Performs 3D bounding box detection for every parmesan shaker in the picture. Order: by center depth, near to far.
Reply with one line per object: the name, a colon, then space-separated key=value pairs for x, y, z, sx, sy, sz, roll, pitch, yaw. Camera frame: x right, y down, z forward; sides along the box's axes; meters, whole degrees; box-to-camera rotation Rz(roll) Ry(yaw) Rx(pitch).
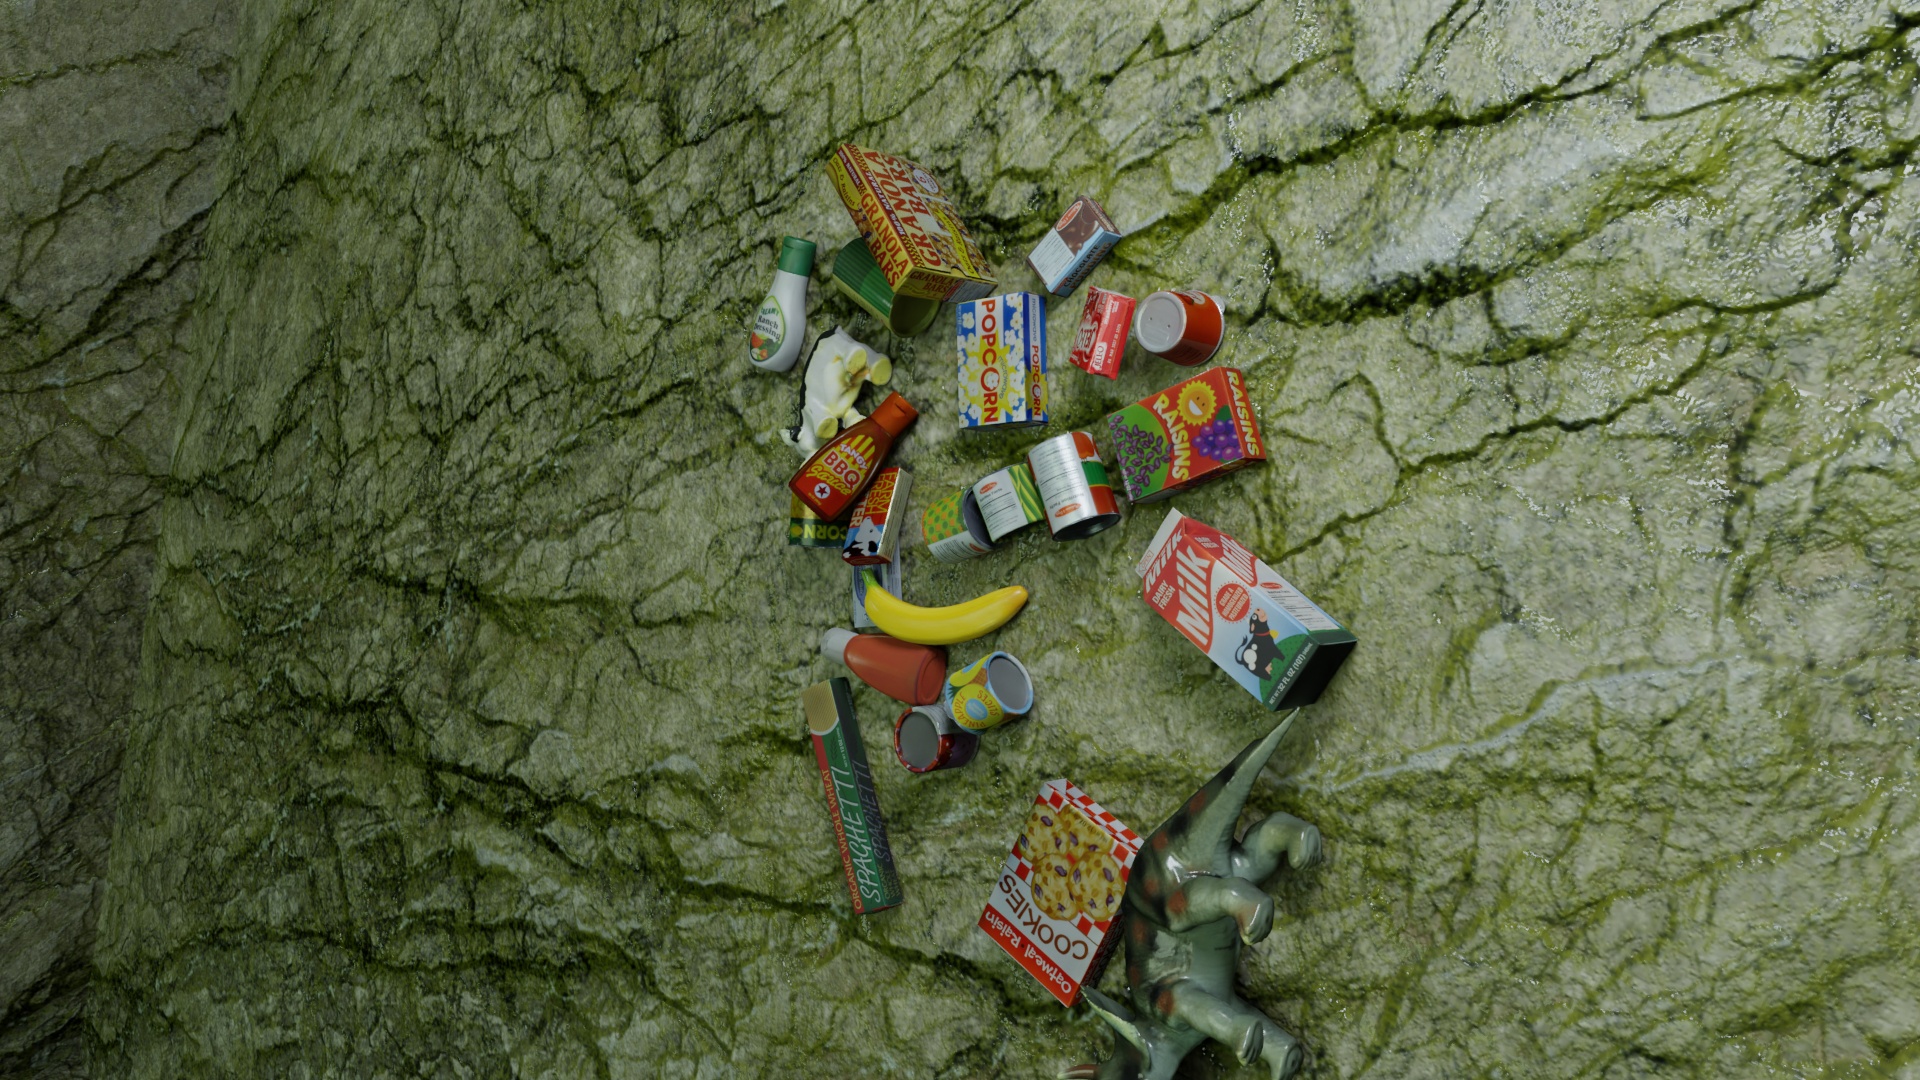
parmesan shaker: x=-0.078 y=-0.263 z=1.429 sx=0.103 sy=0.071 sz=0.071 roll=42 pitch=116 yaw=33

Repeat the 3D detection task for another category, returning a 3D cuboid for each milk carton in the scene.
milk carton: x=0.227 y=0.054 z=1.162 sx=0.191 sy=0.073 sz=0.072 roll=44 pitch=117 yaw=32

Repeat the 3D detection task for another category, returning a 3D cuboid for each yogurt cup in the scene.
yogurt cup: x=0.188 y=-0.187 z=1.212 sx=0.072 sy=0.054 sz=0.072 roll=0 pitch=90 yaw=41

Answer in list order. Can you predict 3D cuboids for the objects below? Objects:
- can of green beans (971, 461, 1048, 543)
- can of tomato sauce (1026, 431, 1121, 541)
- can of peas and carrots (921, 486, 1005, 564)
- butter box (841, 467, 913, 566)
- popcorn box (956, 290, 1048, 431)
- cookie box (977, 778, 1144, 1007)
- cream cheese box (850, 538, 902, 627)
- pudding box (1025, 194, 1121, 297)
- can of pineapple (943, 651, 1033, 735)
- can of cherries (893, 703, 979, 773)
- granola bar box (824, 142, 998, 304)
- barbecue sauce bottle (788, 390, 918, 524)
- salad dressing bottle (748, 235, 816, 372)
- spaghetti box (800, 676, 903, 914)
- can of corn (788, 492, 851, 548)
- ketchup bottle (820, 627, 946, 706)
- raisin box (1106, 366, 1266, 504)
can of green beans: x=0.051 y=-0.036 z=1.316 sx=0.071 sy=0.071 sz=0.058 roll=-28 pitch=78 yaw=37
can of tomato sauce: x=0.104 y=-0.049 z=1.276 sx=0.071 sy=0.071 sz=0.083 roll=-29 pitch=71 yaw=37
can of peas and carrots: x=0.005 y=-0.017 z=1.360 sx=0.058 sy=0.071 sz=0.071 roll=-21 pitch=76 yaw=39
butter box: x=-0.086 y=-0.025 z=1.436 sx=0.053 sy=0.024 sz=0.104 roll=-6 pitch=60 yaw=37
popcorn box: x=0.040 y=-0.173 z=1.348 sx=0.085 sy=0.038 sz=0.126 roll=-3 pitch=88 yaw=40
cookie box: x=0.099 y=0.326 z=1.290 sx=0.123 sy=0.040 sz=0.167 roll=35 pitch=110 yaw=35
cream cheese box: x=-0.089 y=0.039 z=1.464 sx=0.053 sy=0.024 sz=0.104 roll=-7 pitch=85 yaw=39
pudding box: x=0.106 y=-0.274 z=1.300 sx=0.083 sy=0.030 sz=0.050 roll=-47 pitch=60 yaw=30
can of pineapple: x=0.027 y=0.147 z=1.334 sx=0.057 sy=0.071 sz=0.071 roll=-32 pitch=69 yaw=36
can of cherries: x=-0.025 y=0.199 z=1.385 sx=0.071 sy=0.058 sz=0.071 roll=-1 pitch=88 yaw=40
granola bar box: x=-0.048 y=-0.310 z=1.369 sx=0.039 sy=0.124 sz=0.166 roll=-44 pitch=63 yaw=33
barbecue sauce bottle: x=-0.106 y=-0.089 z=1.434 sx=0.065 sy=0.043 sz=0.148 roll=44 pitch=89 yaw=-3
salad dressing bottle: x=-0.195 y=-0.263 z=1.547 sx=0.064 sy=0.044 sz=0.147 roll=25 pitch=105 yaw=36
spaghetti box: x=-0.116 y=0.271 z=1.481 sx=0.050 sy=0.029 sz=0.250 roll=-27 pitch=72 yaw=38
can of corn: x=-0.149 y=-0.022 z=1.488 sx=0.071 sy=0.071 sz=0.058 roll=4 pitch=92 yaw=40
ketchup bottle: x=-0.083 y=0.125 z=1.445 sx=0.149 sy=0.043 sz=0.064 roll=15 pitch=91 yaw=40
raisin box: x=0.196 y=-0.090 z=1.214 sx=0.123 sy=0.040 sz=0.086 roll=-23 pitch=74 yaw=39
